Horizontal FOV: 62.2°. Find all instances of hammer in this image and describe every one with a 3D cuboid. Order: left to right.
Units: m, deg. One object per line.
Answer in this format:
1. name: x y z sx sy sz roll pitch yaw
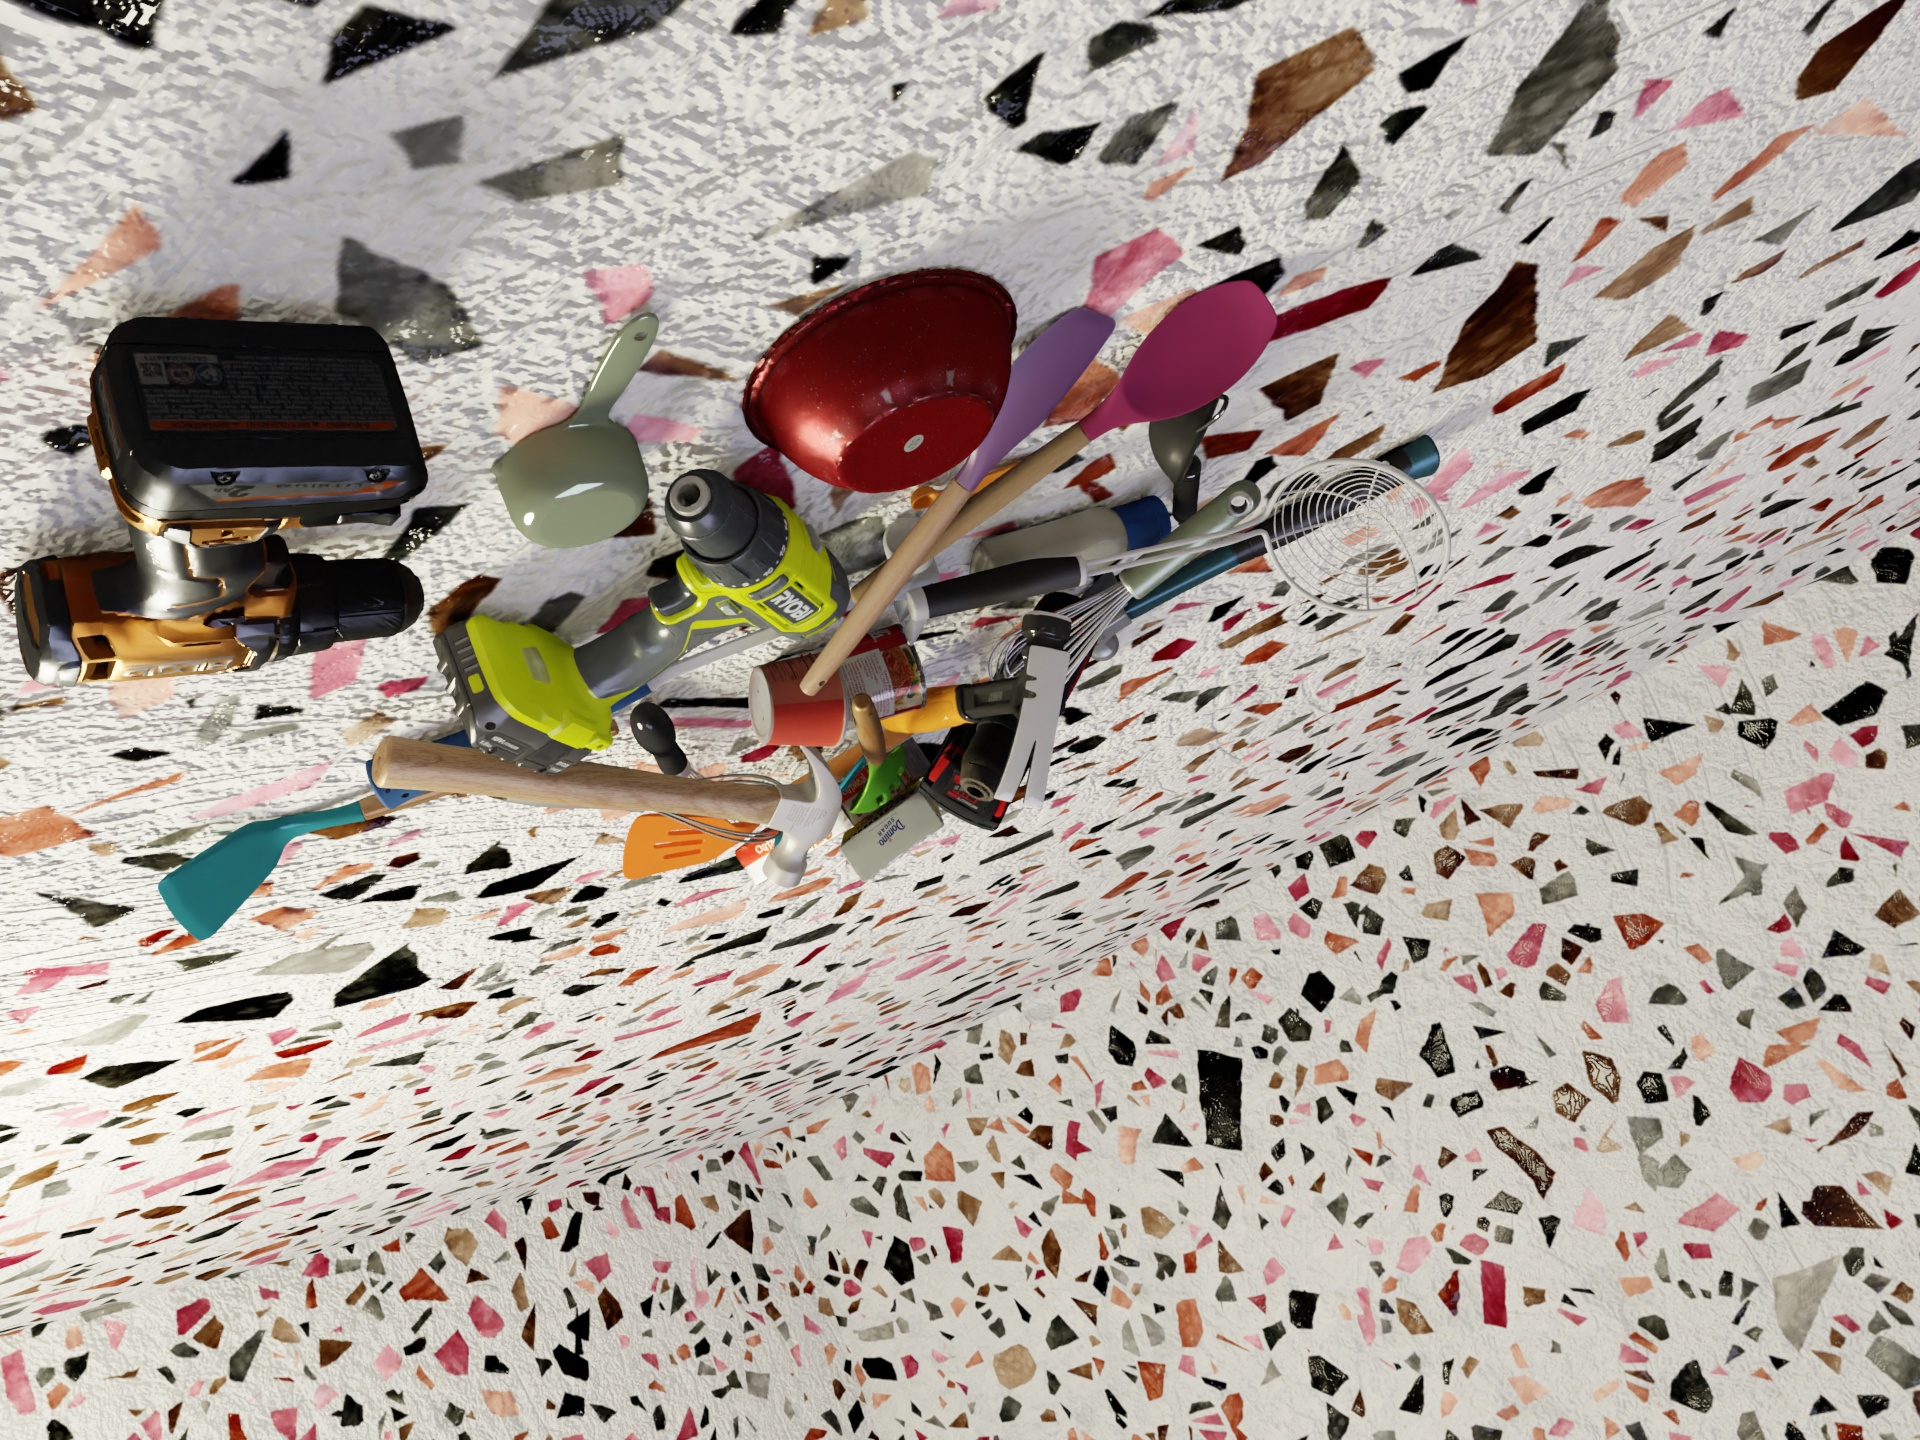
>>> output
1. hammer: -0.229 0.045 1.089 0.331 0.031 0.130 10 120 -35
2. hammer: -0.204 -0.029 1.095 0.405 0.035 0.144 -22 162 -5
3. hammer: -0.002 -0.004 1.184 0.034 0.127 0.337 11 175 -18
4. hammer: 0.239 -0.145 1.319 0.331 0.033 0.128 -27 163 11

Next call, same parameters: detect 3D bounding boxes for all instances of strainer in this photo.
1. strainer: 0.156 -0.178 1.106 0.258 0.050 0.087 59 54 -77

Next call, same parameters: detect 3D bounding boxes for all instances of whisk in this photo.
1. whisk: -0.238 0.058 1.189 0.239 0.055 0.055 7 153 -14
2. whisk: -0.221 0.047 1.273 0.070 0.070 0.284 -21 157 -6
3. whisk: 0.118 -0.094 1.164 0.246 0.057 0.059 -38 -167 17

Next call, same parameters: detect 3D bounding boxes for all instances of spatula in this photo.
1. spatula: -0.390 0.064 1.115 0.317 0.044 0.082 -20 147 -15
2. spatula: -0.136 0.049 1.321 0.322 0.041 0.081 -30 153 -38
3. spatula: -0.014 -0.127 0.982 0.059 0.018 0.315 2 136 -49

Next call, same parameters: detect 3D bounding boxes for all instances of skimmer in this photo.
1. skimmer: 0.148 -0.099 1.081 0.363 0.090 0.127 -13 132 -10

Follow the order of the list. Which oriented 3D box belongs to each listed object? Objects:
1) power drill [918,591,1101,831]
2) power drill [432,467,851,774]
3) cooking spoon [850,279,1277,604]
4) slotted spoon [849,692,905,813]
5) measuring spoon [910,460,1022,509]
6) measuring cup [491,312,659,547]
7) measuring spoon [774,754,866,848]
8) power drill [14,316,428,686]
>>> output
1. power drill: 0.033 0.014 1.316 0.188 0.080 0.226 -61 -179 -28
2. power drill: -0.192 -0.063 0.950 0.228 0.080 0.190 -29 162 7
3. cooking spoon: 0.057 -0.166 0.993 0.319 0.017 0.068 -35 128 16
4. slotted spoon: -0.066 0.024 1.202 0.070 0.031 0.313 -54 173 -11
5. measuring spoon: 0.018 -0.161 1.040 0.117 0.011 0.021 -21 162 -20
6. measuring cup: -0.179 -0.140 0.798 0.083 0.038 0.167 -10 160 -36
7. measuring spoon: -0.116 0.065 1.314 0.128 0.021 0.042 -51 173 20
8. power drill: -0.314 -0.087 0.726 0.185 0.084 0.226 -9 161 -40
